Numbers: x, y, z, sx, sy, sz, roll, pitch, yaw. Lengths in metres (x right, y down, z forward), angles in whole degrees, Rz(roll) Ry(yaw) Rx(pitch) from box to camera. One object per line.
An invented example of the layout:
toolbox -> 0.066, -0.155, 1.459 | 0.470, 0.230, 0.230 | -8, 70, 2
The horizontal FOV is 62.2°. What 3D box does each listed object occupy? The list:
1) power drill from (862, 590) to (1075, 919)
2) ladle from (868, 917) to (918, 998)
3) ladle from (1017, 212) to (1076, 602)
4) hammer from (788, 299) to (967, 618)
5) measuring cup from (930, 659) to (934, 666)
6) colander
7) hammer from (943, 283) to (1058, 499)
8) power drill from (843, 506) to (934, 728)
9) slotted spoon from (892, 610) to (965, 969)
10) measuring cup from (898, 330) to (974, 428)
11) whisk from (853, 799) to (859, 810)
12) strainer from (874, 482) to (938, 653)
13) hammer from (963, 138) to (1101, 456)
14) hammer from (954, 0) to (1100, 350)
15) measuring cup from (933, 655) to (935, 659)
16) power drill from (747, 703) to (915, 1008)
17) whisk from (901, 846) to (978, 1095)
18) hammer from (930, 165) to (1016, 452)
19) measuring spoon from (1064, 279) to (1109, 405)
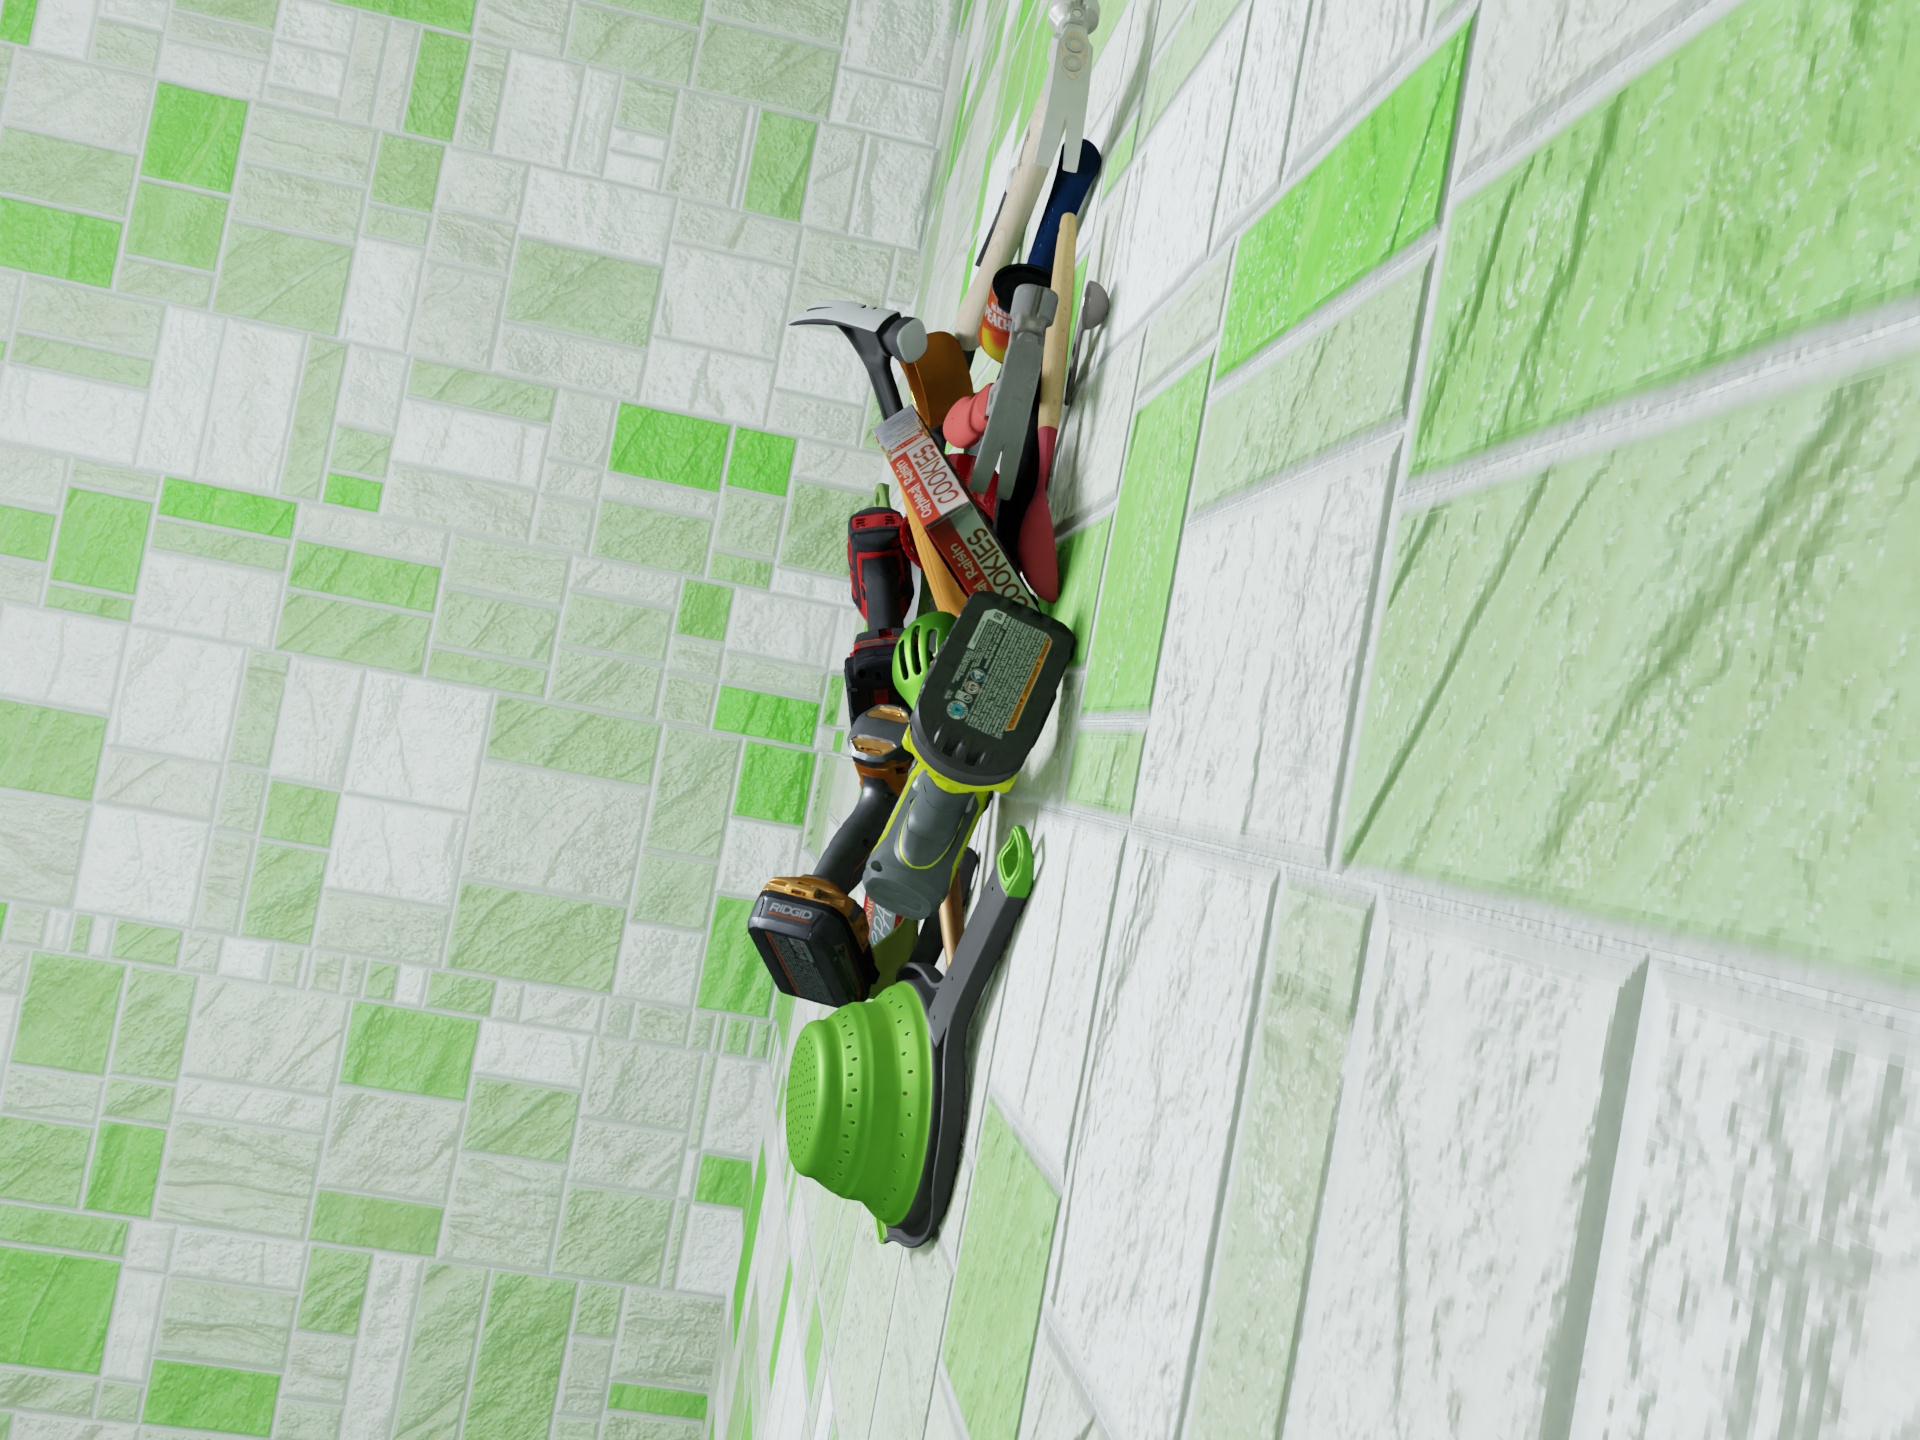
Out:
power drill -> 0.006, 0.013, 1.094 | 0.228, 0.080, 0.191 | 112, -177, -58
ladle -> -0.043, 0.098, 1.459 | 0.078, 0.062, 0.320 | 34, -112, -71
ladle -> 0.067, -0.234, 1.157 | 0.069, 0.031, 0.316 | 106, 171, -71
hammer -> -0.043, -0.197, 1.336 | 0.034, 0.127, 0.336 | -45, -43, -27
measuring cup -> 0.023, -0.057, 1.267 | 0.156, 0.062, 0.029 | -40, 68, 59
colander -> -0.049, 0.217, 1.112 | 0.205, 0.094, 0.396 | -103, 27, -47
hammer -> 0.019, -0.241, 1.274 | 0.359, 0.036, 0.149 | -148, 72, -82
power drill -> -0.068, -0.078, 1.460 | 0.143, 0.078, 0.220 | 88, 176, -47
slotted spoon -> -0.015, 0.056, 1.217 | 0.070, 0.031, 0.314 | -19, 66, 29
measuring cup -> -0.030, -0.350, 1.558 | 0.174, 0.052, 0.095 | -113, 8, -55
whisk -> -0.043, 0.025, 1.567 | 0.070, 0.070, 0.284 | -89, 17, -49
strainer -> -0.043, -0.157, 1.637 | 0.257, 0.069, 0.151 | -103, 28, -43
hammer -> 0.053, -0.352, 1.442 | 0.405, 0.035, 0.144 | 115, 164, -60
hammer -> 0.044, -0.416, 1.341 | 0.410, 0.038, 0.146 | 124, 155, -71
measuring cup -> -0.047, 0.012, 1.667 | 0.083, 0.038, 0.167 | -121, 41, -78
power drill -> -0.078, 0.125, 1.311 | 0.185, 0.084, 0.226 | 74, -146, -48
whisk -> -0.042, 0.224, 1.295 | 0.073, 0.073, 0.295 | -94, 23, -62
hammer -> 0.010, -0.403, 1.650 | 0.146, 0.035, 0.335 | 122, 166, -68
measuring spoon -> 0.092, -0.271, 1.161 | 0.124, 0.018, 0.034 | 101, 173, -62
